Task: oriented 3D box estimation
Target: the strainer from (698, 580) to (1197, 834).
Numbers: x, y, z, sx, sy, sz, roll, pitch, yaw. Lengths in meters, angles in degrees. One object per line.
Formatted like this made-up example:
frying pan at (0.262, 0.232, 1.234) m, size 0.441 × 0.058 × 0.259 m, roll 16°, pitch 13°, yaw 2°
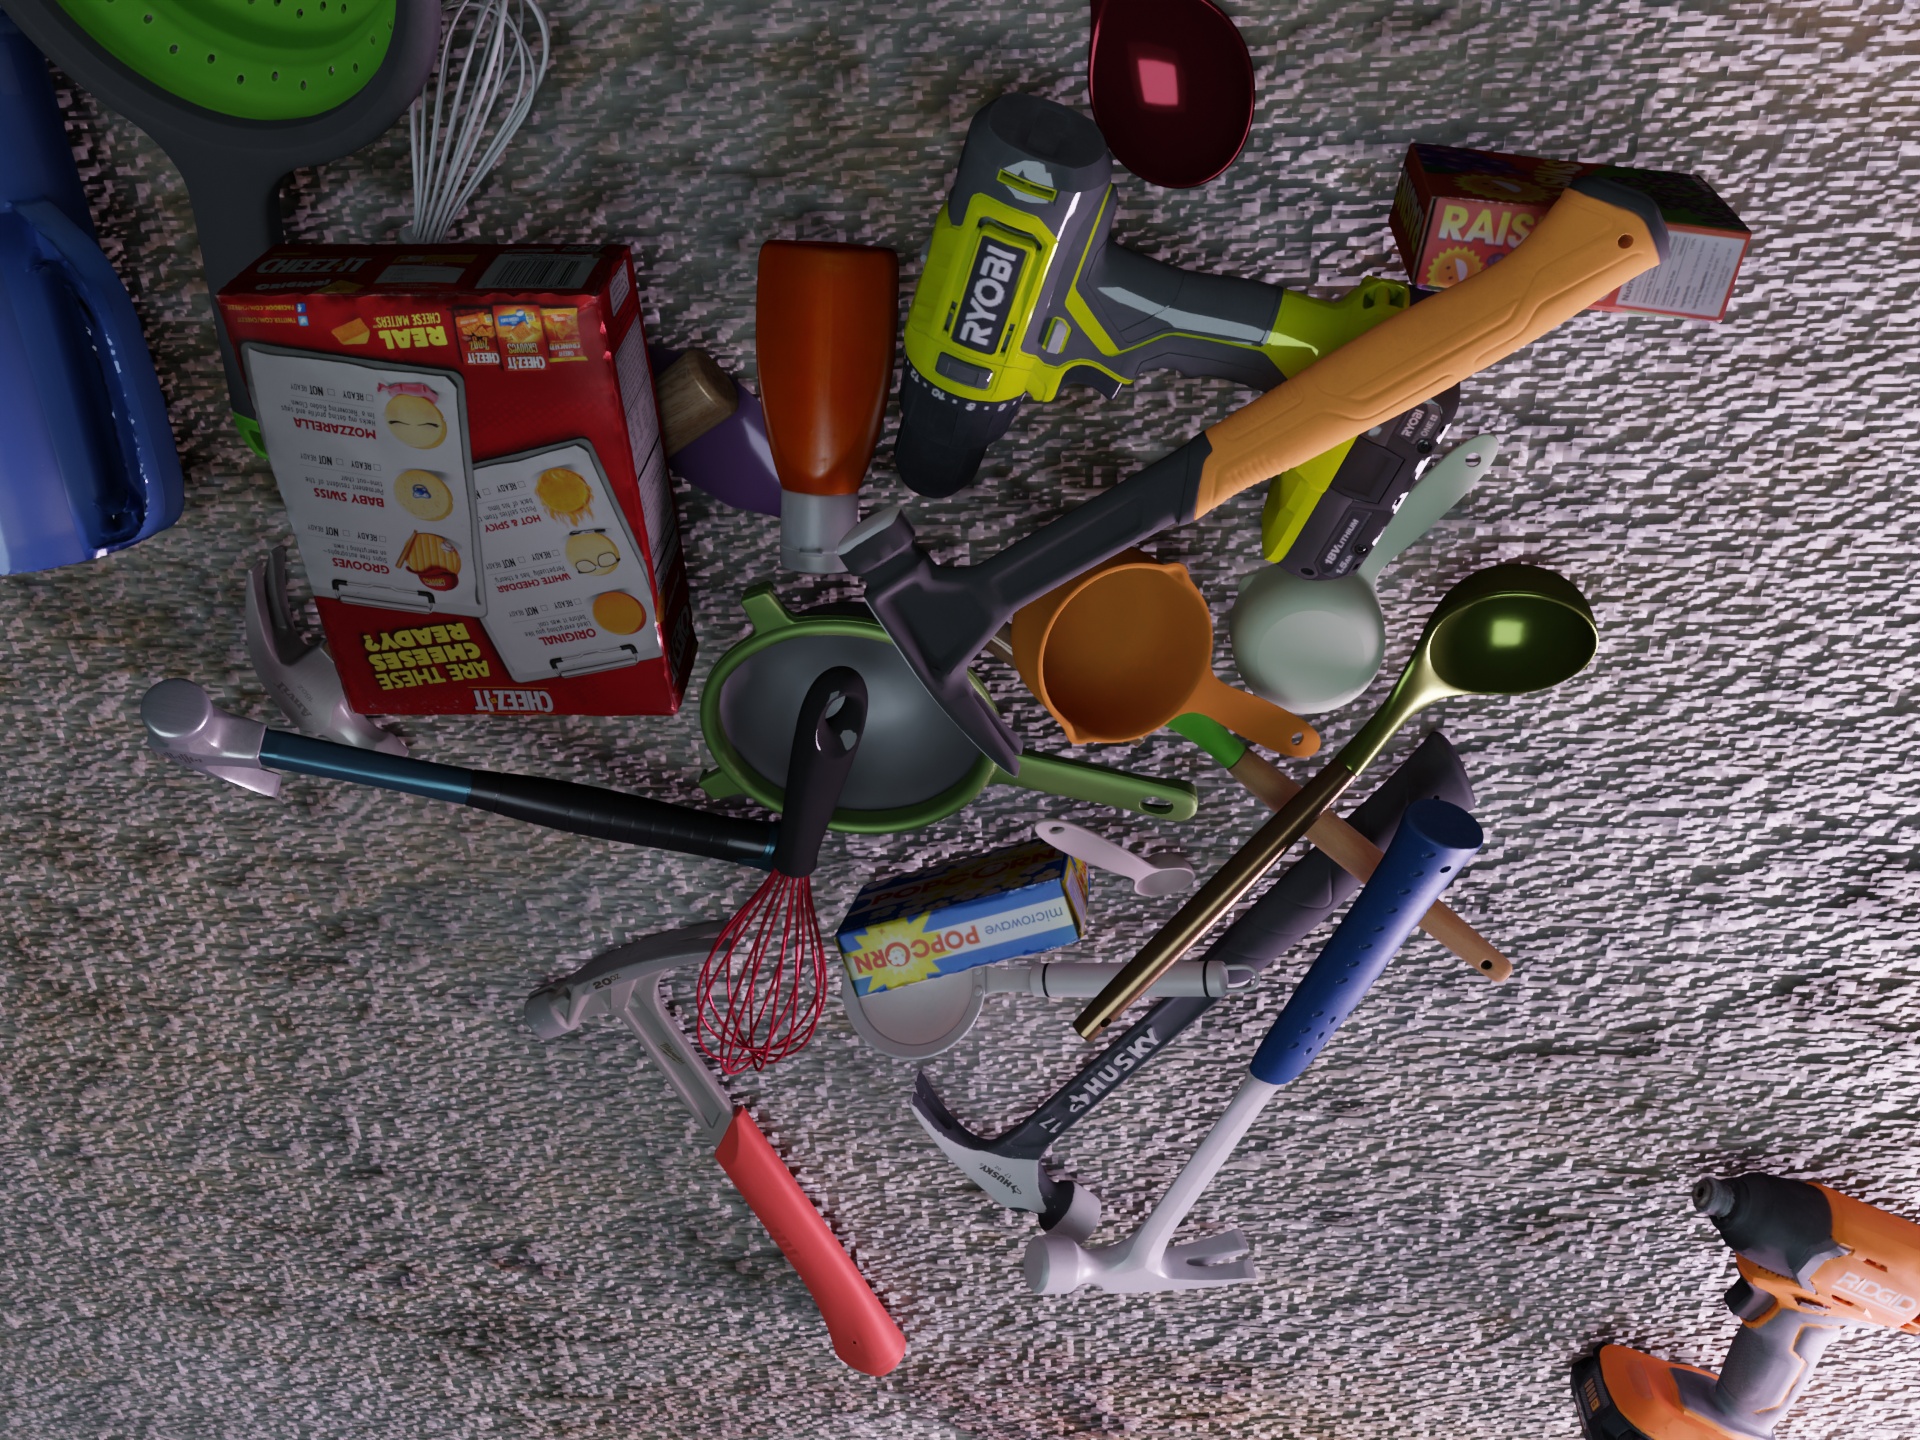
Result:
strainer at (-0.001, -0.003, 0.813) m, size 0.256 × 0.069 × 0.151 m, roll 13°, pitch 135°, yaw -8°

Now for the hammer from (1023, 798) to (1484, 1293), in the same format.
hammer at (0.169, 0.198, 0.868) m, size 0.144 × 0.035 × 0.405 m, roll 8°, pitch 129°, yaw -20°

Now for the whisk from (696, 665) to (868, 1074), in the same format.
whisk at (-0.089, 0.086, 0.825) m, size 0.073 × 0.073 × 0.295 m, roll 17°, pitch 129°, yaw -2°

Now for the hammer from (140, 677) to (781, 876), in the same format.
hammer at (-0.243, 0.038, 0.832) m, size 0.330 × 0.033 × 0.128 m, roll 13°, pitch 166°, yaw -19°

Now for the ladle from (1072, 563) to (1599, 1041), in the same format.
ladle at (0.174, 0.048, 0.769) m, size 0.320 × 0.062 × 0.078 m, roll -46°, pitch 126°, yaw 6°

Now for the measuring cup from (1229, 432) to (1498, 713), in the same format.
measuring cup at (0.197, -0.069, 0.762) m, size 0.083 × 0.038 × 0.167 m, roll 34°, pitch 120°, yaw -12°

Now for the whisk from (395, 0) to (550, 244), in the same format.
whisk at (-0.244, -0.227, 0.732) m, size 0.057 × 0.059 × 0.246 m, roll 9°, pitch 129°, yaw -30°

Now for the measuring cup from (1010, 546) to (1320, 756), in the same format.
measuring cup at (0.100, -0.025, 0.762) m, size 0.173 × 0.052 × 0.095 m, roll 24°, pitch 103°, yaw -30°

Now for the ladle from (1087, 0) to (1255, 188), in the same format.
ladle at (0.028, -0.359, 0.629) m, size 0.069 × 0.031 × 0.315 m, roll -24°, pitch 112°, yaw 24°

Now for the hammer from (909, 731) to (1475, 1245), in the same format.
hammer at (0.131, 0.151, 0.901) m, size 0.149 × 0.036 × 0.409 m, roll 36°, pitch 118°, yaw -11°

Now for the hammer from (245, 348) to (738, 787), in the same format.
hammer at (-0.244, -0.087, 0.810) m, size 0.331 × 0.031 × 0.130 m, roll -30°, pitch 111°, yaw 25°

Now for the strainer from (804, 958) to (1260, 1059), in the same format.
strainer at (0.039, 0.147, 0.887) m, size 0.258 × 0.087 × 0.050 m, roll -4°, pitch 163°, yaw 22°

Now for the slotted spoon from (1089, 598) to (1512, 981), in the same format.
slotted spoon at (0.161, 0.034, 0.807) m, size 0.313 × 0.031 × 0.070 m, roll 39°, pitch 117°, yaw -6°

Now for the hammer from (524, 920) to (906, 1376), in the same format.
hammer at (-0.121, 0.285, 1.012) m, size 0.149 × 0.037 × 0.358 m, roll -21°, pitch 114°, yaw 19°

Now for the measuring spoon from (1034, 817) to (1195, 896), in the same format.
measuring spoon at (0.080, 0.067, 0.842) m, size 0.034 × 0.018 × 0.124 m, roll -31°, pitch 140°, yaw 31°

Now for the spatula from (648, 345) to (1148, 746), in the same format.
spatula at (-0.038, -0.082, 0.780) m, size 0.316 × 0.018 × 0.059 m, roll 35°, pitch 118°, yaw -2°

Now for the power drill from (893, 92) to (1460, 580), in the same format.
power drill at (0.085, -0.148, 0.704) m, size 0.228 × 0.080 × 0.190 m, roll 20°, pitch 137°, yaw -2°

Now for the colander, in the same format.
colander at (-0.306, -0.284, 0.694) m, size 0.204 × 0.095 × 0.396 m, roll 15°, pitch 138°, yaw -1°

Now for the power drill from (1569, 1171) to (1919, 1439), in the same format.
power drill at (0.466, 0.367, 0.954) m, size 0.164 × 0.084 × 0.226 m, roll 24°, pitch 116°, yaw -5°

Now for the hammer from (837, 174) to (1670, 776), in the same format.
hammer at (0.119, -0.102, 0.638) m, size 0.337 × 0.034 × 0.127 m, roll -29°, pitch 108°, yaw 19°
